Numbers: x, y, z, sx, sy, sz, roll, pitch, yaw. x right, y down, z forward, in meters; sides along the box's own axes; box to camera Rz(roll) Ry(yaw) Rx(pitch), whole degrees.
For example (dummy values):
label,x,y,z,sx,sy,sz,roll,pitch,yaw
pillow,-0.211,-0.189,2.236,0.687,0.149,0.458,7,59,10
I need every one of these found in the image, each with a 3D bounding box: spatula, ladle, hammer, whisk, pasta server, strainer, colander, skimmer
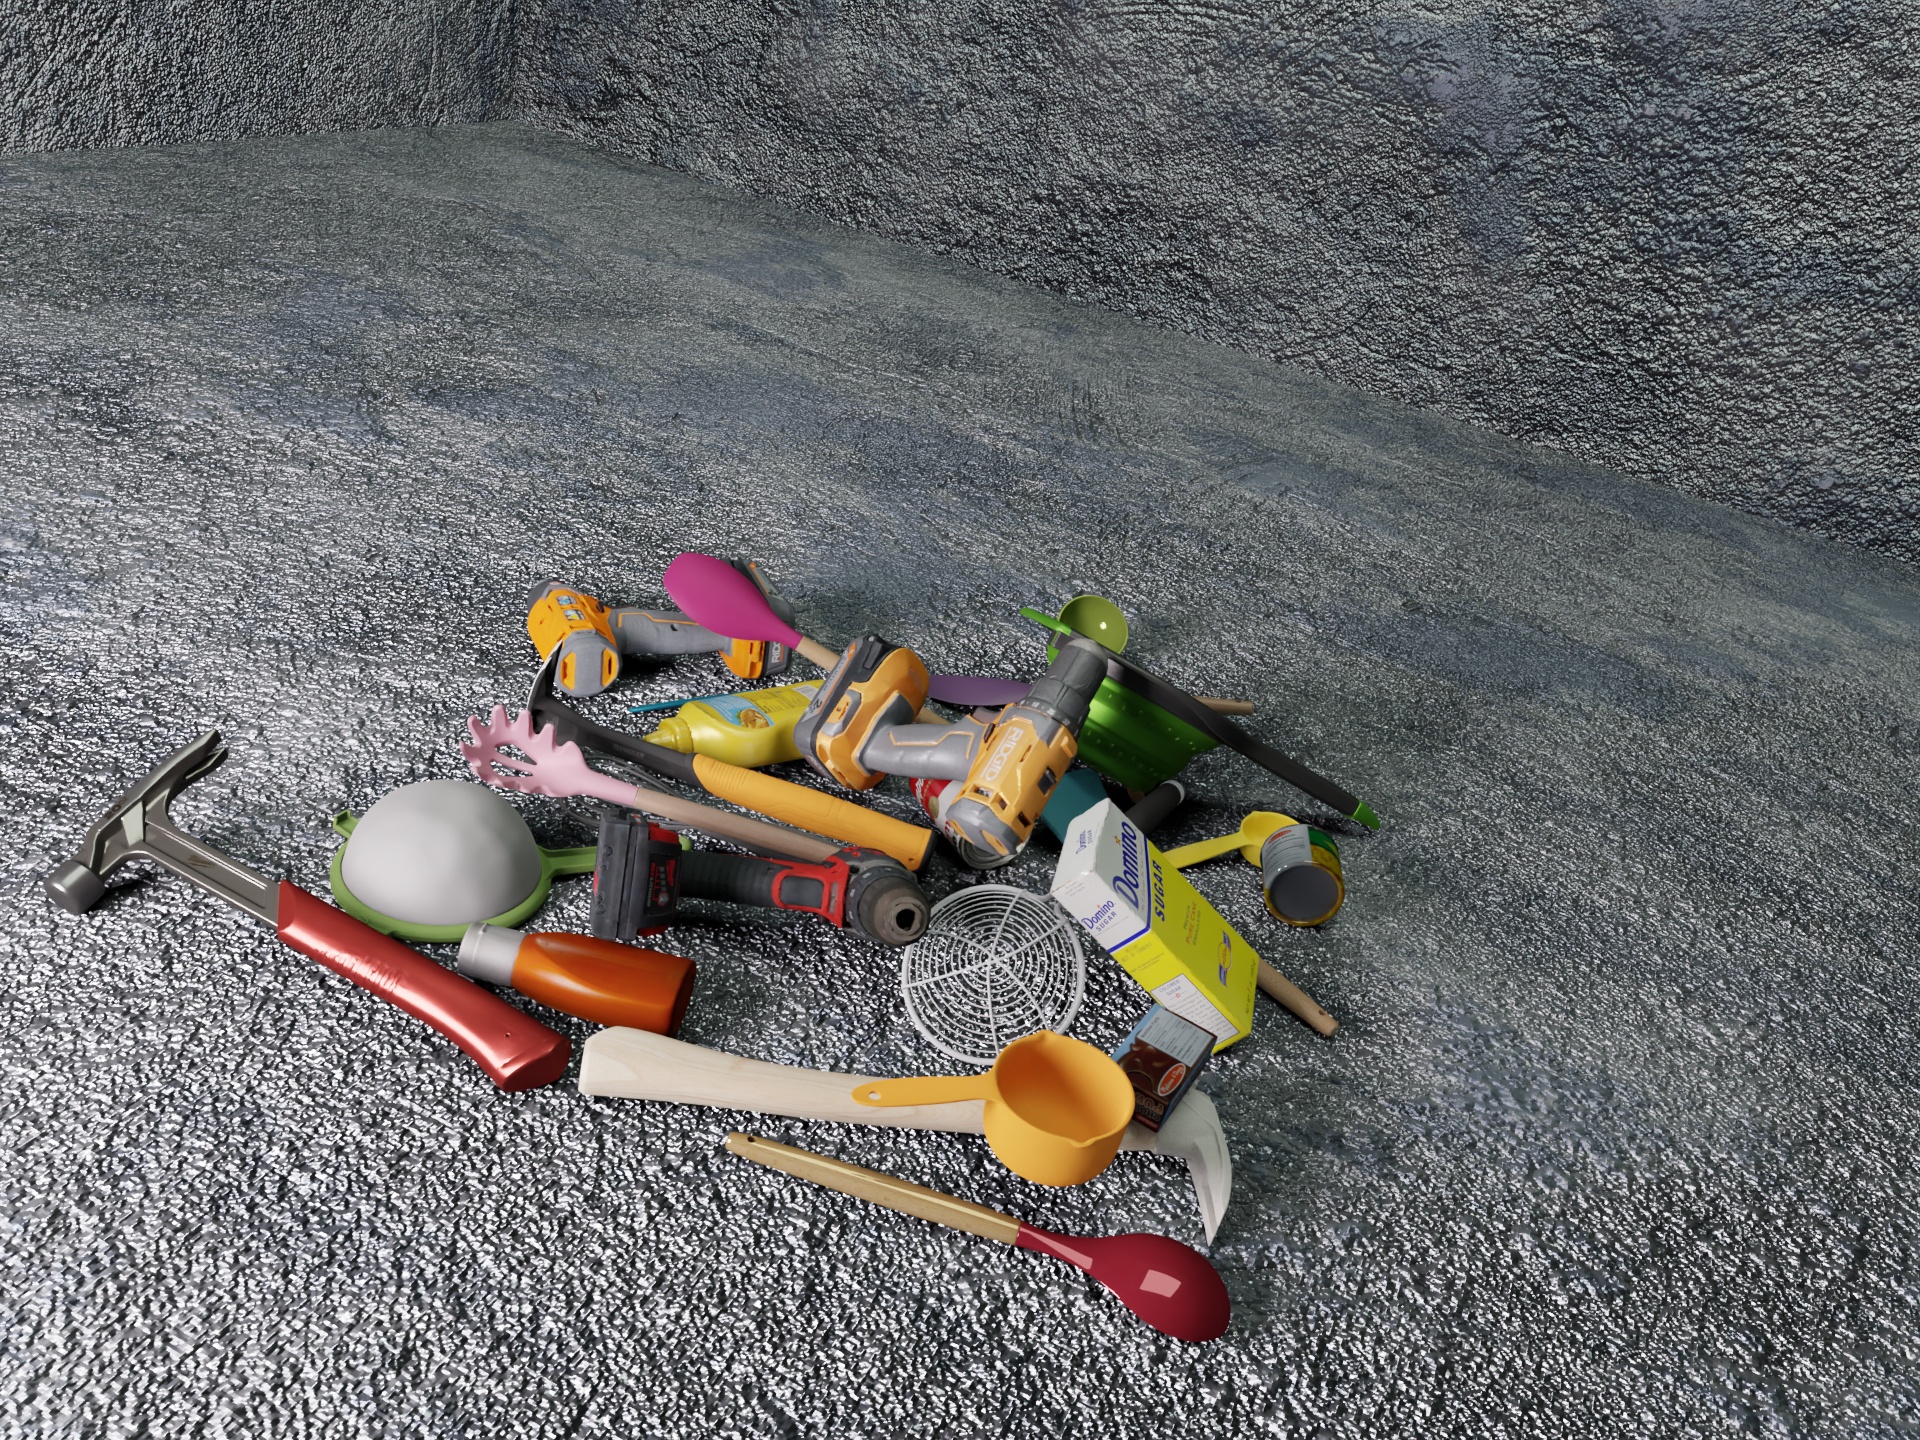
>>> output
label,x,y,z,sx,sy,sz,roll,pitch,yaw
spatula,0.119,-0.021,1.520,0.316,0.018,0.060,4,29,11
spatula,0.179,0.145,1.274,0.082,0.044,0.318,-18,42,-38
ladle,0.148,-0.026,1.562,0.078,0.062,0.320,6,31,-10
ladle,0.010,0.296,0.944,0.315,0.031,0.069,16,27,8
hammer,-0.178,0.043,1.246,0.337,0.127,0.034,19,43,-1
whisk,-0.198,0.080,1.231,0.239,0.055,0.055,17,28,-3
pasta server,-0.216,0.063,1.190,0.316,0.040,0.060,18,64,-9
hammer,-0.400,0.131,1.021,0.359,0.036,0.149,24,52,14
hammer,-0.032,0.248,1.003,0.410,0.038,0.146,8,30,-9
strainer,-0.316,0.083,1.142,0.256,0.069,0.152,-3,32,-26
colander,0.206,0.036,1.416,0.396,0.094,0.205,29,3,-20
skimmer,0.084,0.136,1.214,0.127,0.090,0.363,35,30,15

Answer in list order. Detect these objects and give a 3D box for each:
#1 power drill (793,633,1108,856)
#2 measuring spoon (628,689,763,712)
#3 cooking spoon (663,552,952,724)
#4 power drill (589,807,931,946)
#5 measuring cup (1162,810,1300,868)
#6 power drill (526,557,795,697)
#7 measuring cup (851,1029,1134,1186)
label,x,y,z,sx,sy,sz,roll,pitch,yaw
power drill,-0.002,-0.004,1.273,0.226,0.084,0.185,18,67,37
measuring spoon,-0.229,-0.010,1.412,0.128,0.021,0.042,-8,9,-19
cooking spoon,-0.123,-0.057,1.436,0.319,0.017,0.069,31,59,-7
power drill,-0.135,0.116,1.093,0.226,0.080,0.188,7,0,-15
measuring cup,0.227,0.118,1.375,0.156,0.029,0.062,-13,36,-20
power drill,-0.285,-0.094,1.474,0.226,0.084,0.164,-8,34,-27
measuring cup,0.017,0.238,0.954,0.173,0.052,0.095,2,33,-15
